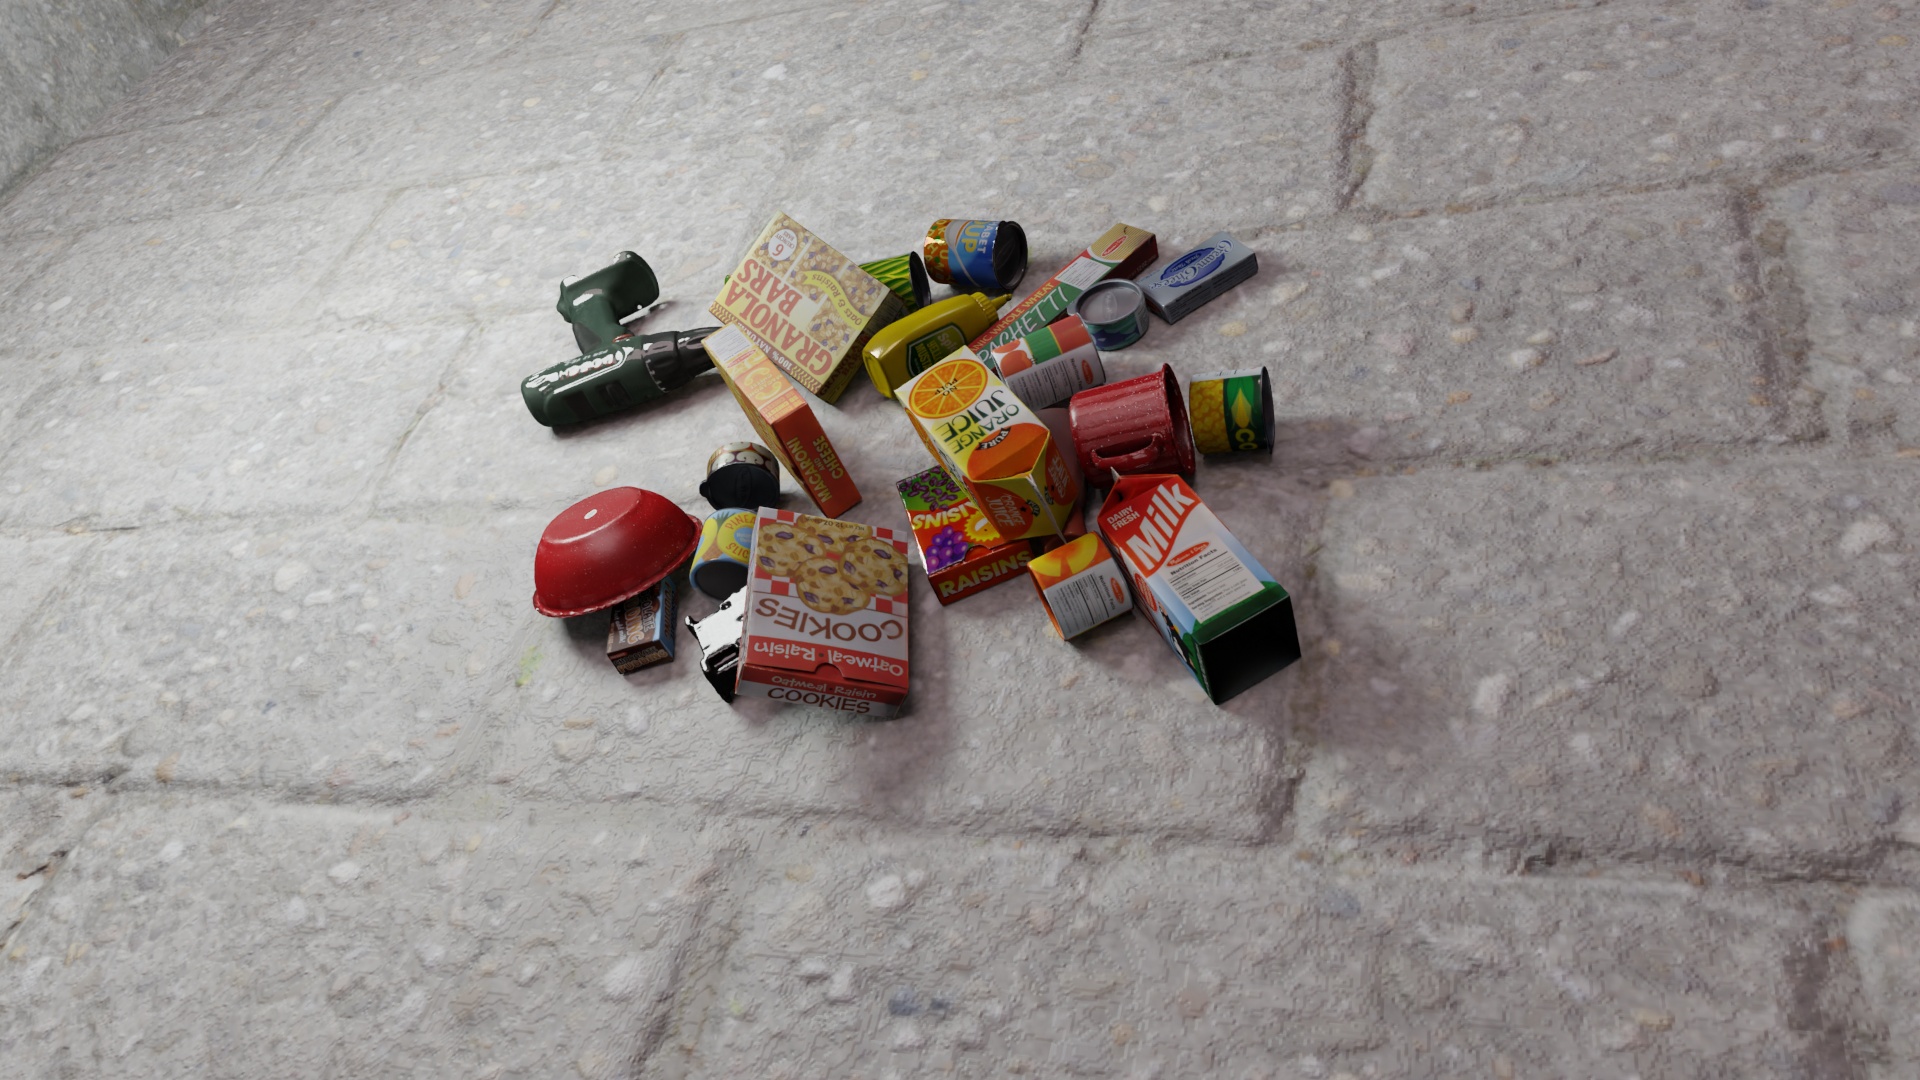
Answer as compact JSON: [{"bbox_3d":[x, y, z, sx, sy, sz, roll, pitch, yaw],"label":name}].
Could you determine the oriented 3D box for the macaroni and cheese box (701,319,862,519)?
[{"bbox_3d":[-0.160,-0.107,1.233,0.040,0.123,0.167,-35,44,-8],"label":"macaroni and cheese box"}]

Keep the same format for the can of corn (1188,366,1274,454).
[{"bbox_3d":[0.218,-0.101,1.113,0.058,0.071,0.071,-4,46,20],"label":"can of corn"}]

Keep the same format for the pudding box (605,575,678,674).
[{"bbox_3d":[-0.267,0.068,1.173,0.049,0.030,0.084,-15,44,8],"label":"pudding box"}]

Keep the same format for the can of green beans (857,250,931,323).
[{"bbox_3d":[-0.066,-0.248,1.376,0.058,0.071,0.071,-10,44,15],"label":"can of green beans"}]

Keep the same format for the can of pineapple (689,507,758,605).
[{"bbox_3d":[-0.188,0.014,1.165,0.071,0.070,0.058,-8,46,15],"label":"can of pineapple"}]

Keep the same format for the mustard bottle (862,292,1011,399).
[{"bbox_3d":[-0.014,-0.194,1.303,0.161,0.065,0.049,-34,38,-16],"label":"mustard bottle"}]

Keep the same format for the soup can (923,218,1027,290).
[{"bbox_3d":[0.014,-0.287,1.377,0.084,0.071,0.072,11,52,31],"label":"soup can"}]

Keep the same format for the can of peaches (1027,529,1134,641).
[{"bbox_3d":[0.088,0.033,1.034,0.058,0.071,0.071,-26,43,-2],"label":"can of peaches"}]

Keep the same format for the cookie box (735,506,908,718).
[{"bbox_3d":[-0.103,0.053,1.070,0.123,0.040,0.168,10,43,-12],"label":"cookie box"}]

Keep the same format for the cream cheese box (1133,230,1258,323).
[{"bbox_3d":[0.218,-0.243,1.282,0.104,0.024,0.053,-32,45,-9],"label":"cream cheese box"}]

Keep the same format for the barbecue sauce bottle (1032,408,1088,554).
[{"bbox_3d":[0.076,-0.045,1.131,0.065,0.043,0.149,-17,44,8],"label":"barbecue sauce bottle"}]

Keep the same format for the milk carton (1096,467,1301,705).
[{"bbox_3d":[0.161,0.021,1.010,0.073,0.072,0.191,-28,44,-6],"label":"milk carton"}]

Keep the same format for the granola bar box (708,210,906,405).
[{"bbox_3d":[-0.150,-0.227,1.347,0.166,0.039,0.124,39,96,27],"label":"granola bar box"}]

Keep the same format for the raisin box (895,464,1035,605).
[{"bbox_3d":[0.004,-0.014,1.134,0.086,0.040,0.124,-21,44,1],"label":"raisin box"}]

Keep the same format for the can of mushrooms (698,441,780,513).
[{"bbox_3d":[-0.196,-0.054,1.236,0.071,0.070,0.034,-16,43,8],"label":"can of mushrooms"}]

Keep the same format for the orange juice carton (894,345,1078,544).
[{"bbox_3d":[0.027,-0.069,1.094,0.073,0.071,0.193,-34,43,-5],"label":"orange juice carton"}]

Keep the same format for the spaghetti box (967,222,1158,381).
[{"bbox_3d":[0.085,-0.215,1.307,0.251,0.028,0.050,-41,46,-19],"label":"spaghetti box"}]

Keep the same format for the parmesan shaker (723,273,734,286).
[{"bbox_3d":[-0.183,-0.257,1.435,0.103,0.071,0.072,-15,44,9],"label":"parmesan shaker"}]

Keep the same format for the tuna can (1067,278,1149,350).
[{"bbox_3d":[0.136,-0.207,1.274,0.071,0.032,0.071,-12,44,12],"label":"tuna can"}]

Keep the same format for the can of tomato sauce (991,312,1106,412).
[{"bbox_3d":[0.077,-0.154,1.223,0.083,0.071,0.071,-23,43,1],"label":"can of tomato sauce"}]
